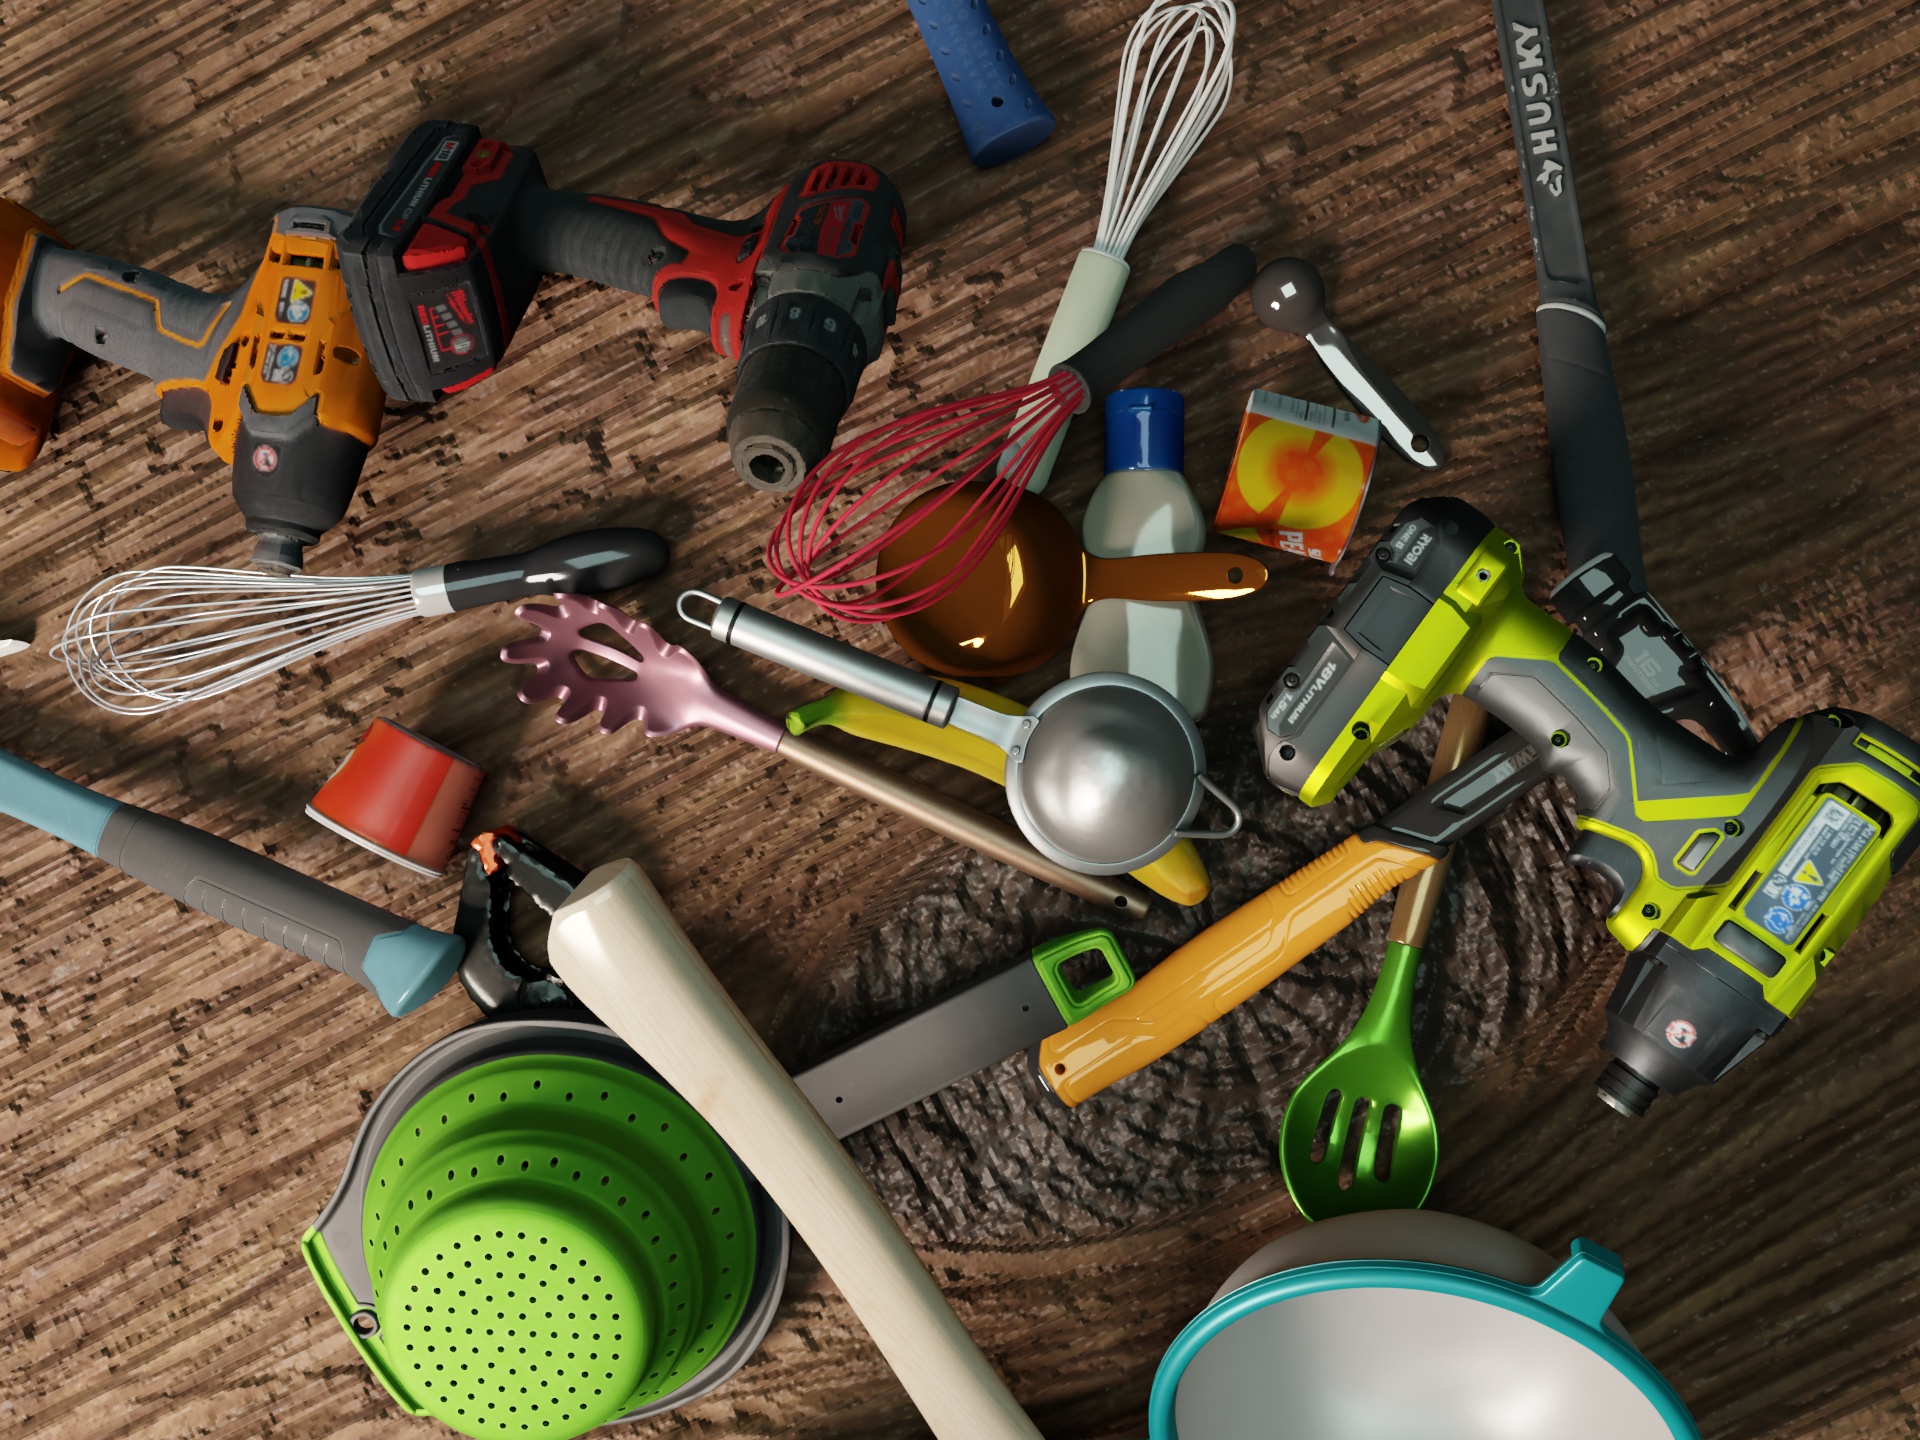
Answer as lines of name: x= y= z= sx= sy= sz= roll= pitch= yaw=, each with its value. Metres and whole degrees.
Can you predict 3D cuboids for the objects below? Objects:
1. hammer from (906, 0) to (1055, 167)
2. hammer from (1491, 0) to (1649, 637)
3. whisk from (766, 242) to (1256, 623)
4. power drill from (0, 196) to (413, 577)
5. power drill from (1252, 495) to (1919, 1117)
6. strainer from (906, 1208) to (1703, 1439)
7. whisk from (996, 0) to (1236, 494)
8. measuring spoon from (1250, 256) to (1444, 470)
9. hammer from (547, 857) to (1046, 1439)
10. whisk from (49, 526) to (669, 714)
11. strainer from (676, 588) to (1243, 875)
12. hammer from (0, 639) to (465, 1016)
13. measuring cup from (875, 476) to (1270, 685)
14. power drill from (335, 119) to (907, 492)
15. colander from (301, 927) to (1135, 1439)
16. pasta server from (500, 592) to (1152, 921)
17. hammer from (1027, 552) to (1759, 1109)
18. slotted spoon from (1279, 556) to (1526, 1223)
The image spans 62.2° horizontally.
hammer: x=-0.063 y=-0.448 z=0.747 sx=0.144 sy=0.035 sz=0.405 roll=-24 pitch=86 yaw=2
hammer: x=0.266 y=-0.199 z=0.715 sx=0.149 sy=0.036 sz=0.409 roll=-8 pitch=87 yaw=5
whisk: x=0.034 y=-0.129 z=0.664 sx=0.073 sy=0.073 sz=0.296 roll=47 pitch=61 yaw=4
power drill: x=-0.372 y=-0.155 z=0.724 sx=0.226 sy=0.084 sz=0.164 roll=7 pitch=82 yaw=7
power drill: x=0.233 y=0.030 z=0.622 sx=0.223 sy=0.080 sz=0.171 roll=36 pitch=93 yaw=15
strainer: x=0.133 y=0.288 z=0.683 sx=0.340 sy=0.095 sz=0.210 roll=-14 pitch=112 yaw=24
whisk: x=0.069 y=-0.217 z=0.727 sx=0.058 sy=0.059 sz=0.246 roll=25 pitch=95 yaw=48
measuring spoon: x=0.180 y=-0.163 z=0.727 sx=0.034 sy=0.018 sz=0.124 roll=-40 pitch=86 yaw=1
hammer: x=-0.018 y=0.222 z=0.618 sx=0.146 sy=0.038 sz=0.410 roll=-25 pitch=107 yaw=25
whisk: x=-0.276 y=-0.054 z=0.737 sx=0.284 sy=0.070 sz=0.070 roll=-11 pitch=87 yaw=-1
strainer: x=-0.001 y=-0.002 z=0.666 sx=0.258 sy=0.050 sz=0.087 roll=22 pitch=92 yaw=4
hammer: x=-0.380 y=0.058 z=0.737 sx=0.331 sy=0.033 sz=0.128 roll=21 pitch=88 yaw=11
measuring cup: x=0.042 y=-0.061 z=0.682 sx=0.174 sy=0.052 sz=0.095 roll=1 pitch=92 yaw=31
power drill: x=-0.142 y=-0.177 z=0.684 sx=0.226 sy=0.080 sz=0.188 roll=6 pitch=50 yaw=4
colander: x=-0.106 y=0.197 z=0.670 sx=0.397 sy=0.094 sz=0.204 roll=-27 pitch=99 yaw=6
pasta server: x=-0.059 y=0.022 z=0.728 sx=0.316 sy=0.040 sz=0.060 roll=25 pitch=104 yaw=3
hammer: x=0.176 y=0.074 z=0.689 sx=0.337 sy=0.034 sz=0.127 roll=-35 pitch=75 yaw=9
slotted spoon: x=0.208 y=0.076 z=0.712 sx=0.070 sy=0.031 sz=0.314 roll=15 pitch=87 yaw=7
